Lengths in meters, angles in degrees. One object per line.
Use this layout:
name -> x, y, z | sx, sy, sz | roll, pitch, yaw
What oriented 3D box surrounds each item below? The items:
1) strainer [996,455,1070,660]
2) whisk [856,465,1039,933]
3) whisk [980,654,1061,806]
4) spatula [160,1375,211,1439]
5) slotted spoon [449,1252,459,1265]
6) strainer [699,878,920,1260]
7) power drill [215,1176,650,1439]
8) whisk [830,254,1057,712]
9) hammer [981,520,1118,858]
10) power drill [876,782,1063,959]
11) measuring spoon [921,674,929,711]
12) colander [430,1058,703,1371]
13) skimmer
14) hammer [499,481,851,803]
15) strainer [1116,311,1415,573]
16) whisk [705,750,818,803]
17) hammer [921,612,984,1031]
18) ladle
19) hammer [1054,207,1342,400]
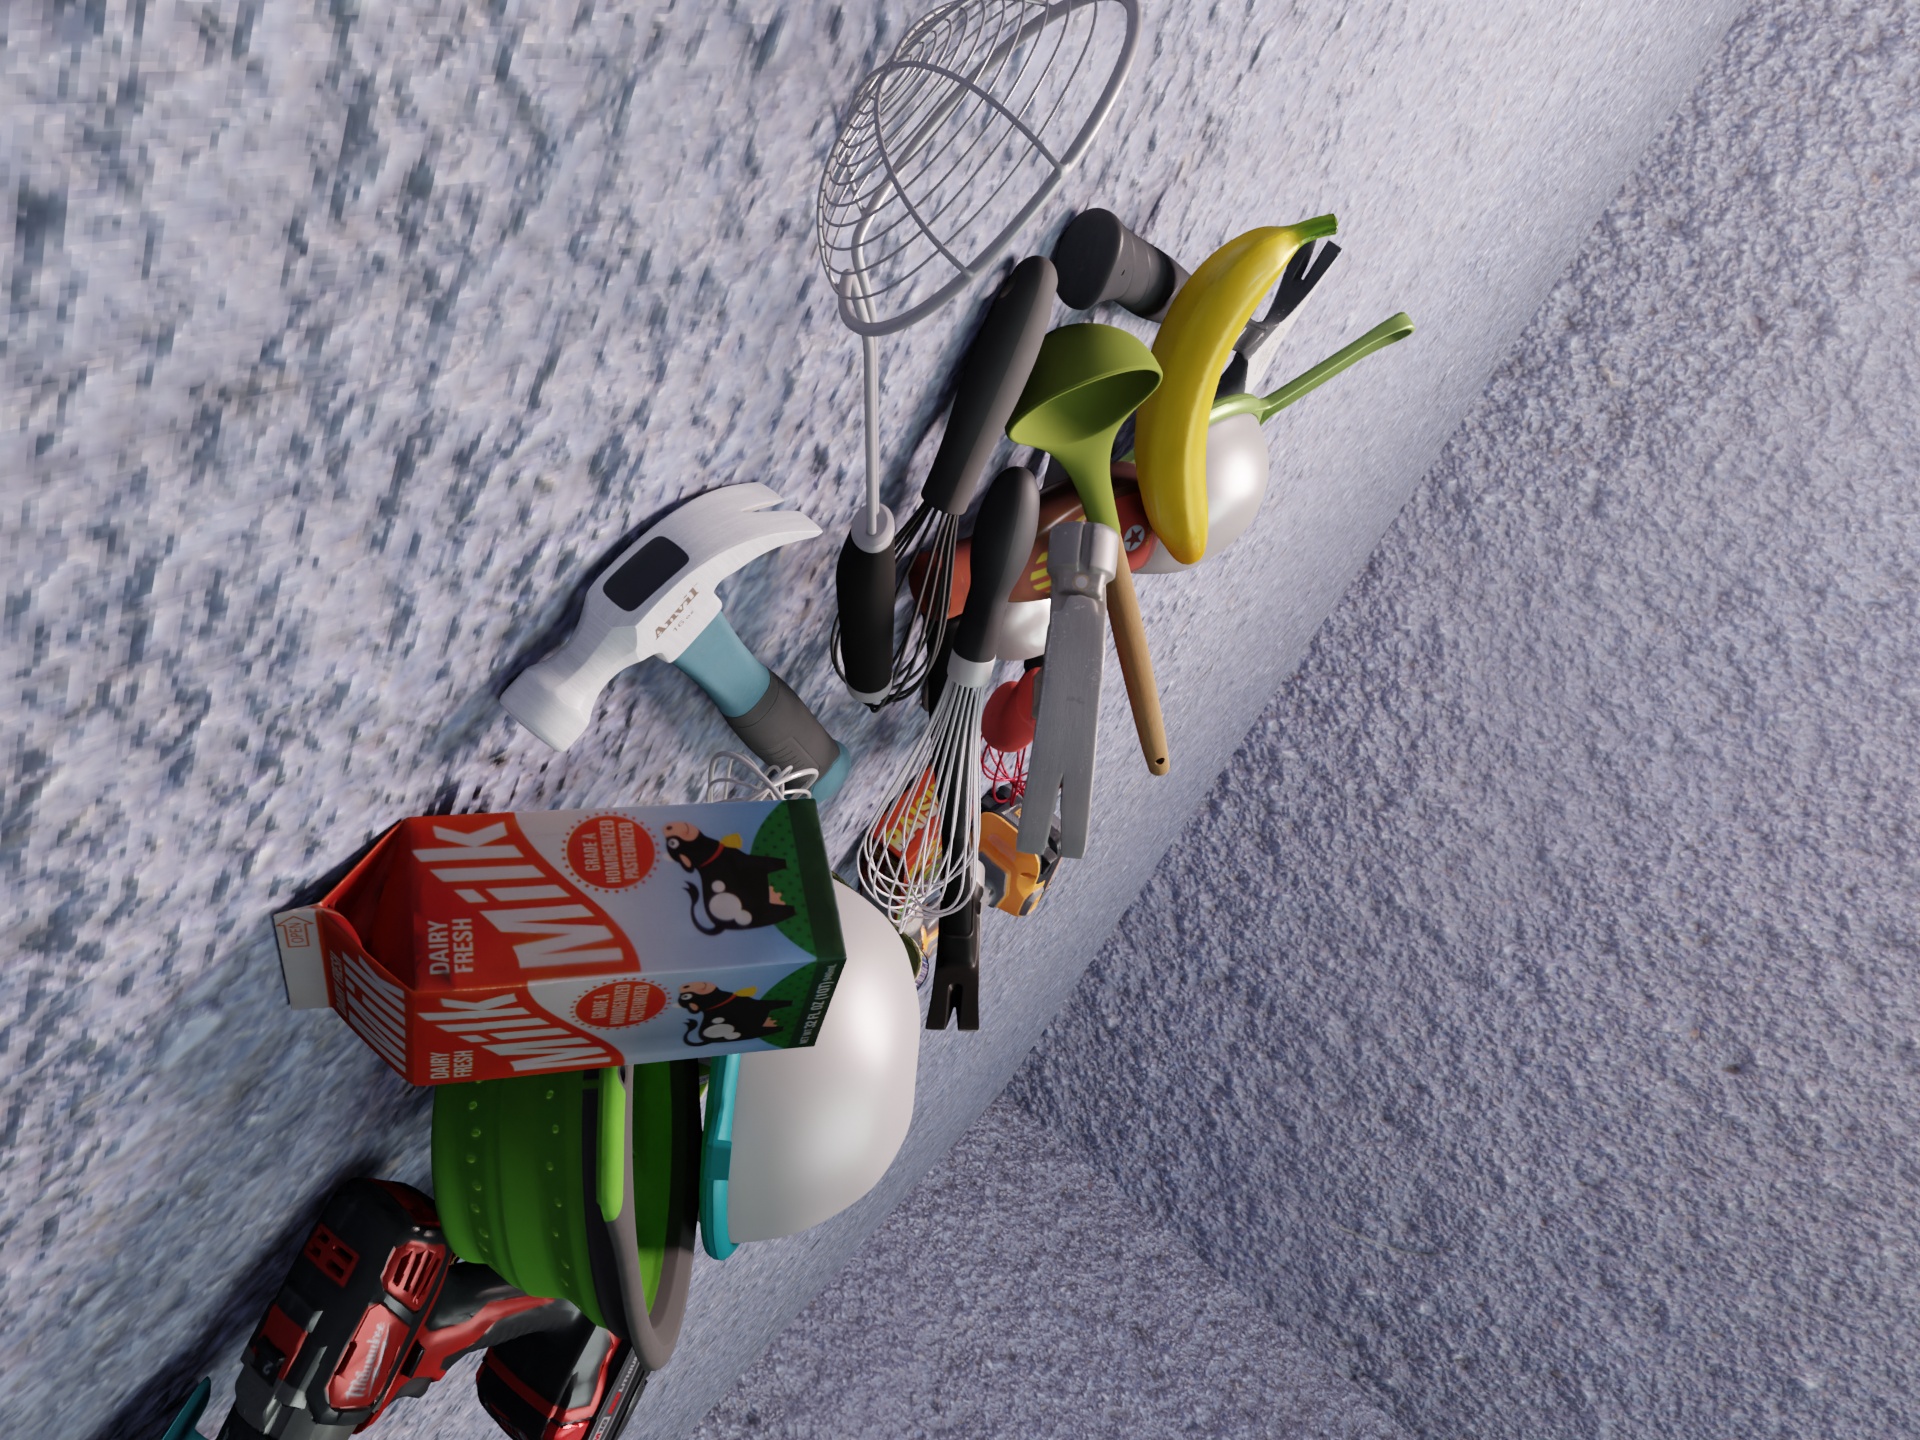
strainer -> 0.049, -0.104, 0.933 | 0.087, 0.050, 0.258 | -24, 150, -26
whisk -> -0.002, -0.002, 0.822 | 0.070, 0.070, 0.284 | -36, 148, -50
whisk -> 0.054, -0.026, 1.121 | 0.073, 0.073, 0.295 | -45, 159, -28
spatula -> -0.346, 0.391, 0.807 | 0.082, 0.044, 0.317 | -61, 160, -26
slotted spoon -> -0.375, 0.402, 0.849 | 0.314, 0.031, 0.070 | -50, 164, -19
strainer -> -0.071, 0.212, 0.880 | 0.340, 0.095, 0.211 | 93, 4, -55
power drill -> -0.256, 0.326, 0.777 | 0.226, 0.080, 0.188 | 37, 77, -56
whisk -> -0.007, -0.104, 0.740 | 0.055, 0.055, 0.238 | -31, 151, -56
hammer -> 0.039, 0.000, 0.868 | 0.359, 0.036, 0.149 | 121, -24, -84
power drill -> -0.008, 0.147, 1.312 | 0.226, 0.084, 0.185 | -39, 160, -30
measuring spoon -> -0.004, -0.037, 0.963 | 0.034, 0.018, 0.124 | -32, 159, -28
colander -> -0.176, 0.215, 0.783 | 0.396, 0.094, 0.205 | 91, -4, -66
skimmer -> -0.004, -0.104, 0.596 | 0.363, 0.090, 0.127 | 96, 6, -58
hammer -> -0.095, -0.010, 0.710 | 0.128, 0.033, 0.330 | -50, 167, -7
strainer -> 0.188, -0.164, 1.007 | 0.256, 0.069, 0.151 | -32, 169, 4
whisk -> -0.113, 0.067, 0.737 | 0.058, 0.059, 0.246 | -39, 177, -27
hammer -> -0.004, 0.054, 0.975 | 0.334, 0.035, 0.146 | 89, 4, -47
ladle -> 0.085, -0.070, 0.834 | 0.078, 0.062, 0.319 | -20, 134, -1
hammer -> 0.133, -0.234, 0.890 | 0.149, 0.036, 0.409 | -58, 165, 17
